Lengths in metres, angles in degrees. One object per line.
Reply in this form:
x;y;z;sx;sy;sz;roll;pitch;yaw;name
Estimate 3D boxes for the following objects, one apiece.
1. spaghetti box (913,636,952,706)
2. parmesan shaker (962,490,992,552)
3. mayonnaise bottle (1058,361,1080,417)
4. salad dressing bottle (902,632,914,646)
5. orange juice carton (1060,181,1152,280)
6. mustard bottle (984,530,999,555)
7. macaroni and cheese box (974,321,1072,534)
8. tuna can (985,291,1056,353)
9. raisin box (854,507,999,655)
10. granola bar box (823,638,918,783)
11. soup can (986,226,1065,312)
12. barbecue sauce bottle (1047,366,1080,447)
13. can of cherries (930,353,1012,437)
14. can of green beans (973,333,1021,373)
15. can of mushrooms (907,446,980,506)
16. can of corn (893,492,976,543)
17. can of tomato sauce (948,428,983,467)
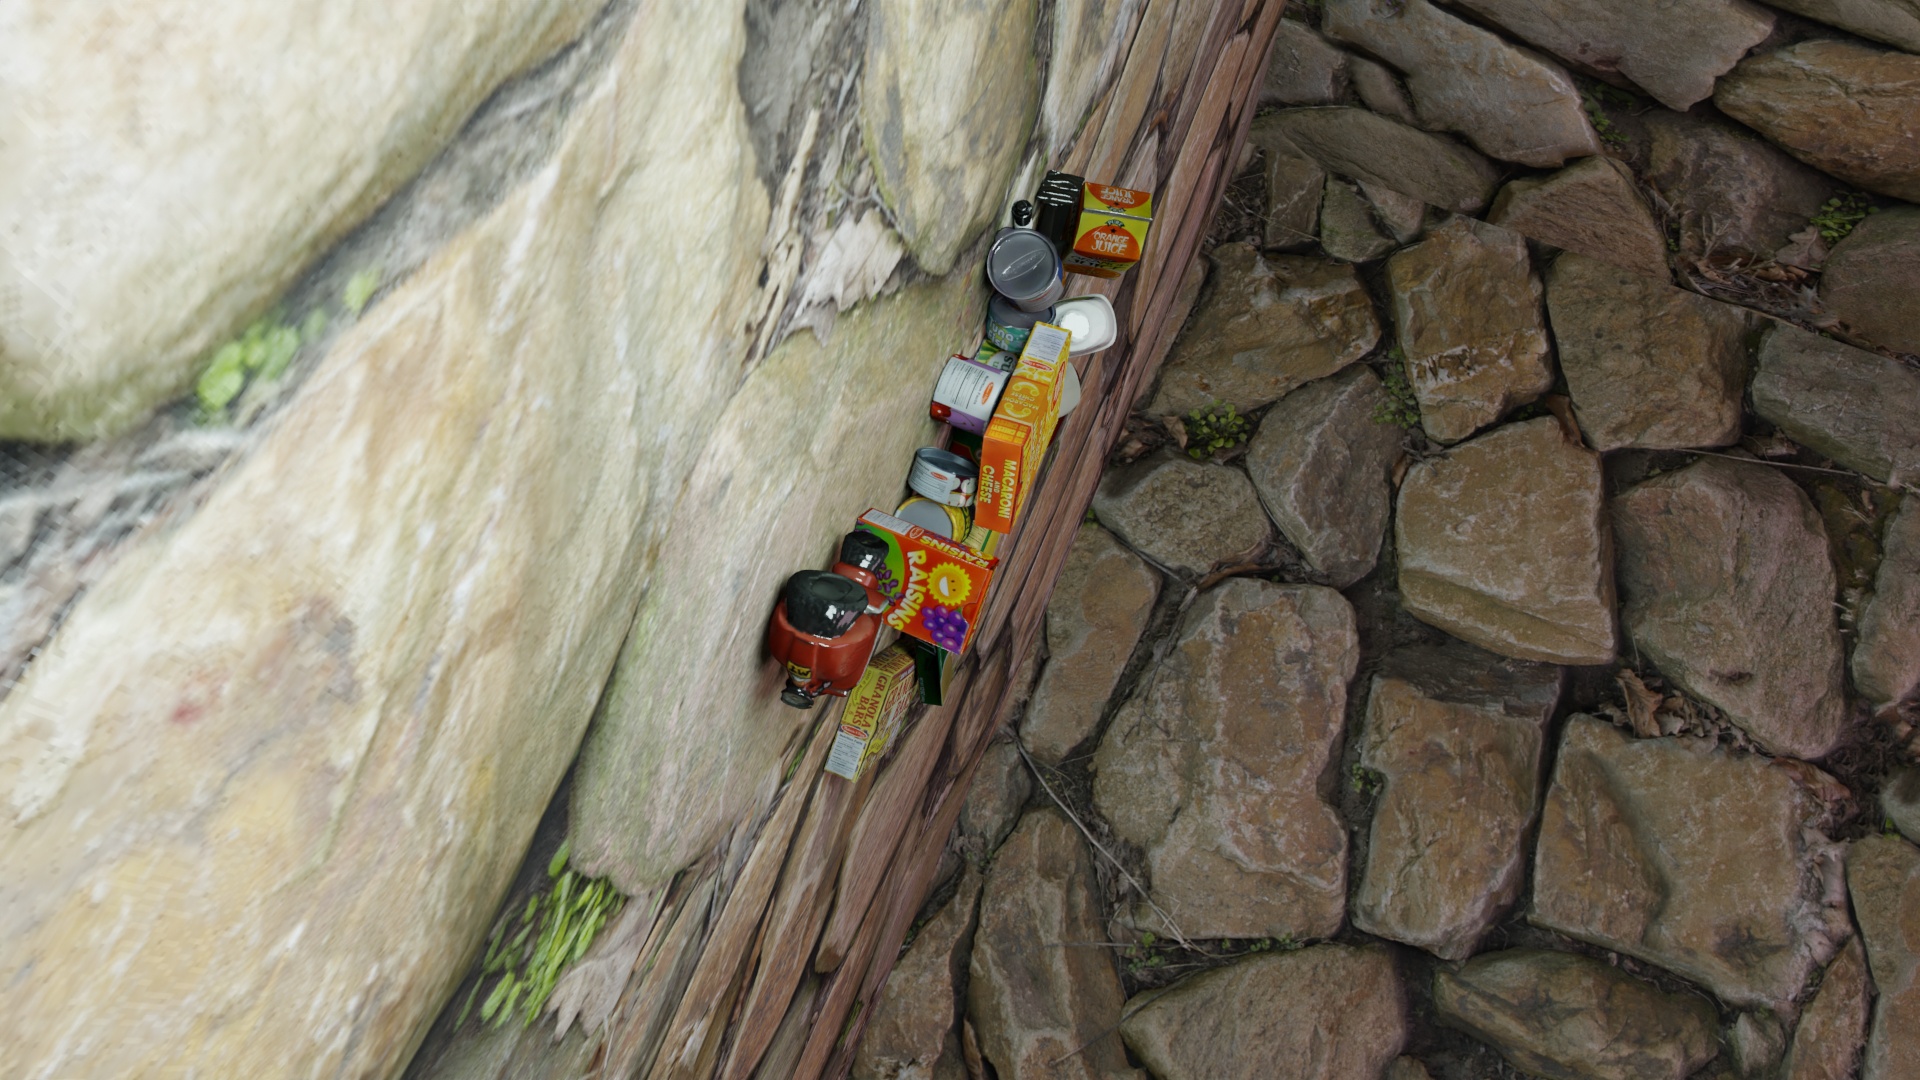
-0.032;0.082;1.488;0.248;0.029;0.050;87;16;-45;spaghetti box
0.005;-0.019;1.501;0.071;0.071;0.103;79;33;-74;parmesan shaker
0.079;-0.151;1.604;0.149;0.041;0.064;-40;129;-33;mayonnaise bottle
-0.022;0.060;1.622;0.064;0.044;0.148;67;44;-77;salad dressing bottle
0.153;-0.330;1.477;0.193;0.072;0.073;-139;-121;-86;orange juice carton
0.023;-0.012;1.699;0.065;0.049;0.159;-40;150;-71;mustard bottle
0.060;-0.107;1.312;0.123;0.040;0.167;96;14;-49;macaroni and cheese box
0.057;-0.215;1.363;0.032;0.071;0.071;103;12;-47;tuna can
-0.038;0.035;1.194;0.040;0.123;0.085;-46;157;-68;raisin box
-0.089;0.182;1.515;0.166;0.039;0.124;-26;137;-78;granola bar box
0.062;-0.255;1.304;0.084;0.071;0.071;-7;118;-81;soup can
0.099;-0.145;1.684;0.064;0.044;0.149;76;36;-57;barbecue sauce bottle
0.011;-0.134;1.300;0.071;0.058;0.071;18;92;-81;can of cherries
0.048;-0.176;1.422;0.071;0.058;0.071;19;92;-81;can of green beans
-0.013;-0.060;1.302;0.071;0.071;0.033;-44;154;-70;can of mushrooms
-0.024;-0.017;1.327;0.058;0.071;0.071;-39;149;-71;can of corn
0.028;-0.104;1.439;0.071;0.071;0.083;-6;117;-80;can of tomato sauce
